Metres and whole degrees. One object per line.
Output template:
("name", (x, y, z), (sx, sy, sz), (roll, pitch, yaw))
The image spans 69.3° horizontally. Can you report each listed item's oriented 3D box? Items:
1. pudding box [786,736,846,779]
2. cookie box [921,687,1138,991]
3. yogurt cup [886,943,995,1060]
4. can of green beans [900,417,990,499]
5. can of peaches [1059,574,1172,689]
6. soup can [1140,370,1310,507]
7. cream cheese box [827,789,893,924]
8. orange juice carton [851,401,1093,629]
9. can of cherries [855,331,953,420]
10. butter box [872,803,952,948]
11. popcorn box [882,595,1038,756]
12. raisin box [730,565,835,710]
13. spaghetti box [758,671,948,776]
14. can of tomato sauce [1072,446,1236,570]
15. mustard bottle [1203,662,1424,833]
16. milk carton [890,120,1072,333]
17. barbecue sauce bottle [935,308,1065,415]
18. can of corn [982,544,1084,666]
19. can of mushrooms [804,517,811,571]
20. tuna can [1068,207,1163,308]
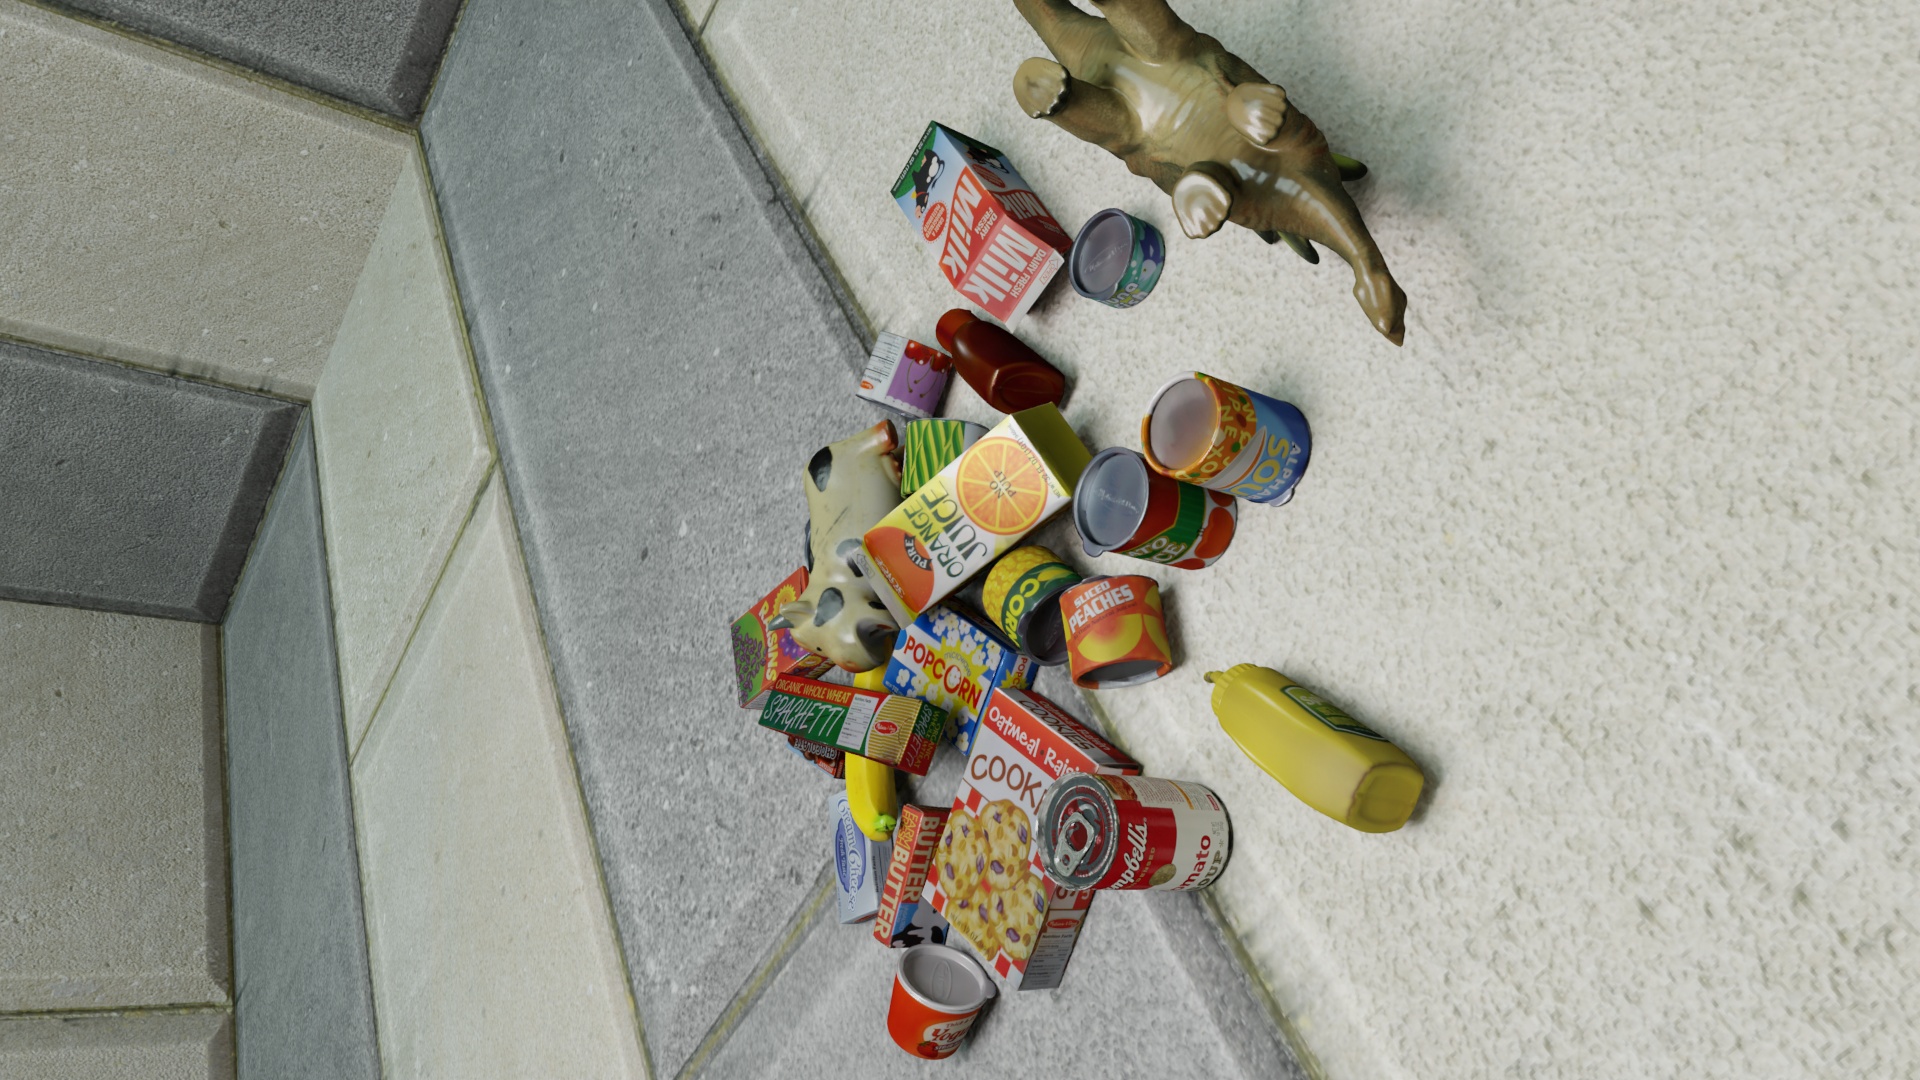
("pudding box", (-0.111, 0.166, 1.172), (0.084, 0.030, 0.049), (20, 97, 52))
("cookie box", (0.045, 0.202, 0.956), (0.123, 0.040, 0.167), (31, 106, 51))
("yogurt cup", (-0.019, 0.328, 0.983), (0.072, 0.072, 0.053), (42, 121, 48))
("can of green beans", (-0.012, -0.060, 1.081), (0.071, 0.071, 0.058), (-6, 76, 51))
("can of peaches", (0.100, 0.060, 0.901), (0.071, 0.071, 0.058), (-30, 59, 44))
("soup can", (0.162, -0.060, 0.846), (0.071, 0.084, 0.071), (-17, 67, 48))
("cream cheese box", (-0.078, 0.249, 1.112), (0.053, 0.024, 0.104), (-33, 56, 41))
("orange juice carton", (0.004, -0.013, 0.999), (0.192, 0.073, 0.072), (-38, 84, 27))
("can of cherries", (-0.044, -0.133, 1.142), (0.071, 0.071, 0.058), (22, 92, 52))
("butter box", (-0.027, 0.247, 1.023), (0.024, 0.053, 0.103), (15, 92, 51))
("popcorn box", (-0.001, 0.098, 1.045), (0.127, 0.038, 0.085), (32, 106, 51))
("raisin box", (-0.156, 0.089, 1.244), (0.123, 0.040, 0.086), (-37, 52, 39))
("spaghetti box", (-0.089, 0.138, 1.076), (0.250, 0.028, 0.050), (0, 65, 59))
("can of tomato sauce", (0.123, -0.017, 0.883), (0.071, 0.083, 0.071), (-18, 67, 49))
("mustard bottle", (0.186, 0.107, 0.786), (0.160, 0.065, 0.048), (38, 108, 54))
("milk carton", (0.022, -0.243, 1.084), (0.072, 0.073, 0.191), (-54, 44, 27))
("barbecue sauce bottle", (0.023, -0.140, 1.066), (0.149, 0.065, 0.043), (-130, 48, -56))
("can of corn", (0.055, 0.044, 0.963), (0.058, 0.071, 0.071), (43, 114, 49))
("can of mushrooms", (-0.106, 0.002, 1.209), (0.071, 0.033, 0.071), (-17, 68, 49))
("tuna can", (0.111, -0.198, 0.990), (0.071, 0.033, 0.071), (-18, 66, 48))
